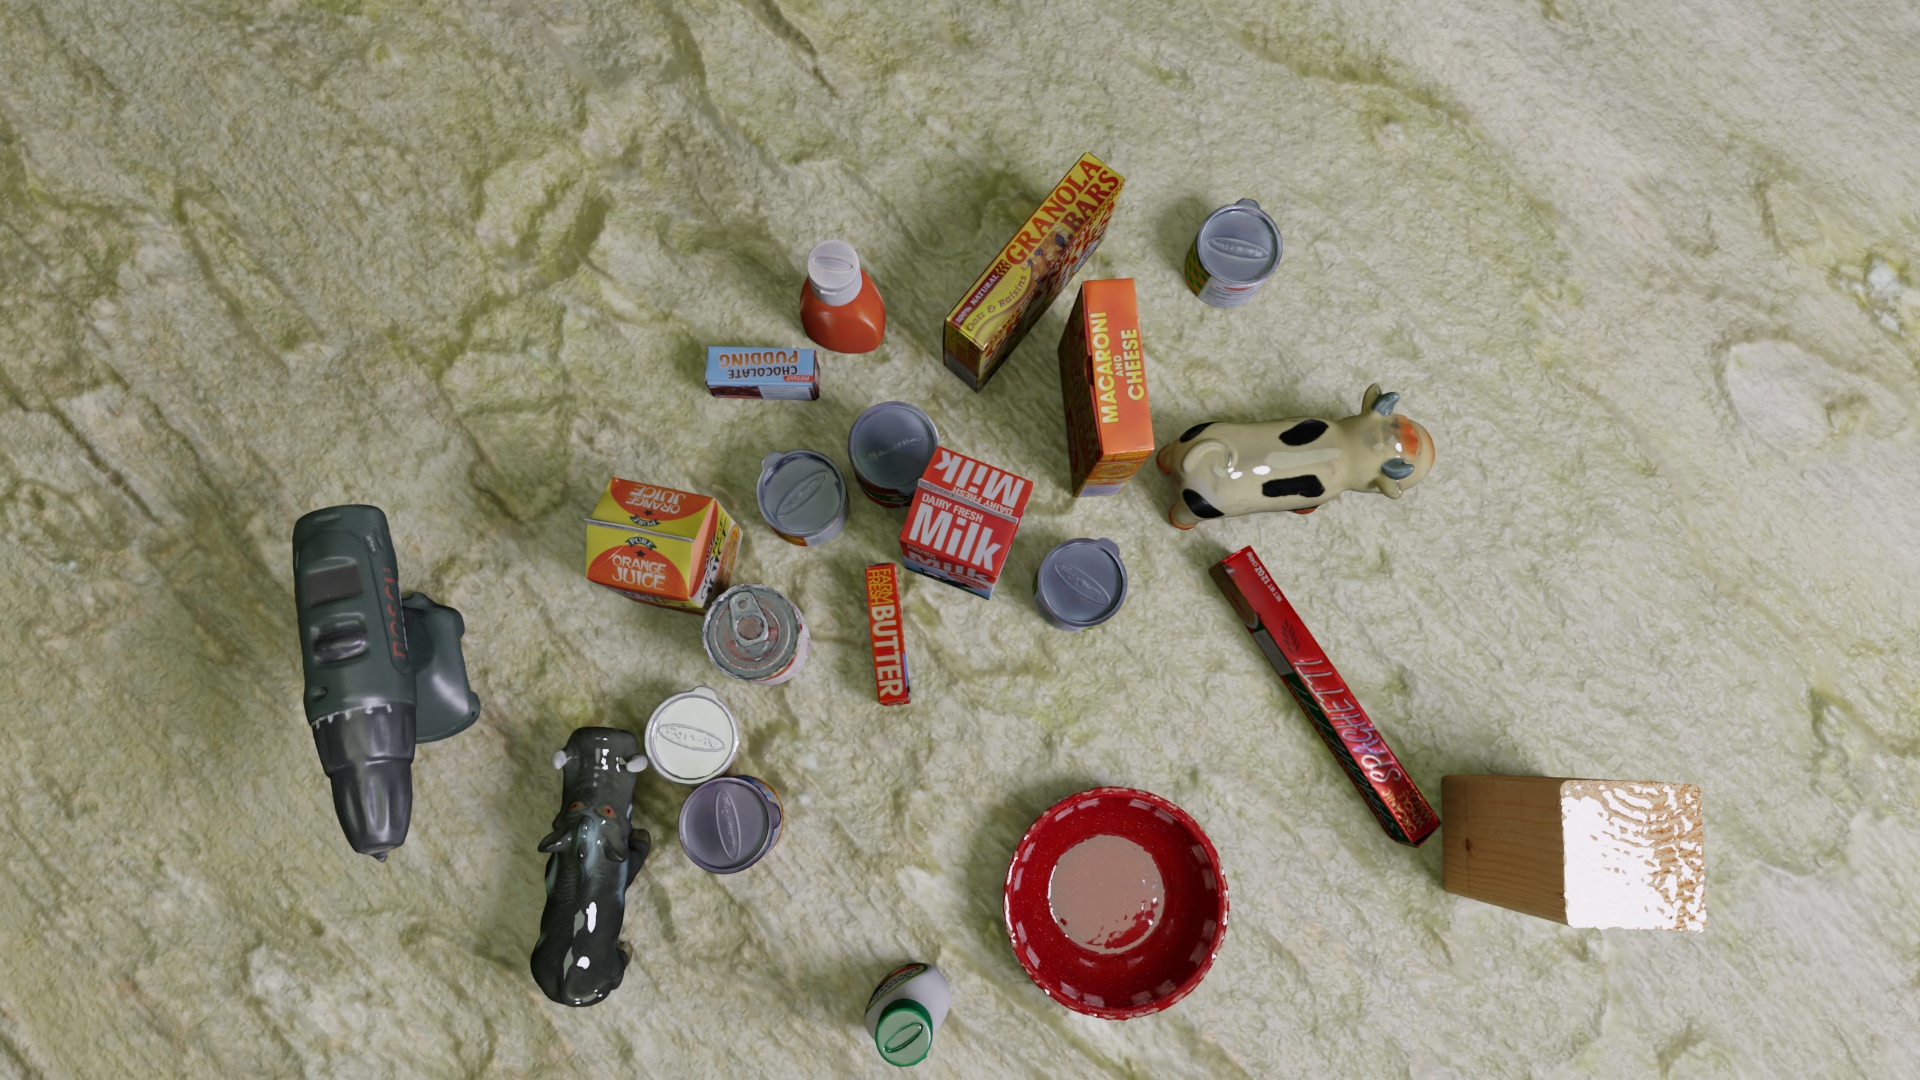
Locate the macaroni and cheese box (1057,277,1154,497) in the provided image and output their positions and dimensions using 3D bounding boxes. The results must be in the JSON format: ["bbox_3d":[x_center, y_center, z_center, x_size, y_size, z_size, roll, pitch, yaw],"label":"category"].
[{"bbox_3d":[0.102,-0.105,1.010,0.040,0.166,0.124,-5,82,-2],"label":"macaroni and cheese box"}]

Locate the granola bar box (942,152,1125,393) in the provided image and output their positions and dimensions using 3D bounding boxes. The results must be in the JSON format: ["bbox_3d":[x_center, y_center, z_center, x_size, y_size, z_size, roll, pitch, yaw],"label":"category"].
[{"bbox_3d":[0.051,-0.199,1.045,0.039,0.124,0.166,38,82,4],"label":"granola bar box"}]

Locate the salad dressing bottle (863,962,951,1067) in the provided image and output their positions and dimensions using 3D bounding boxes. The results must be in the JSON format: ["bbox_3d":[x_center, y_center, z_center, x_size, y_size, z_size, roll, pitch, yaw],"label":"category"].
[{"bbox_3d":[-0.037,0.324,0.949,0.064,0.147,0.044,-33,84,-6],"label":"salad dressing bottle"}]

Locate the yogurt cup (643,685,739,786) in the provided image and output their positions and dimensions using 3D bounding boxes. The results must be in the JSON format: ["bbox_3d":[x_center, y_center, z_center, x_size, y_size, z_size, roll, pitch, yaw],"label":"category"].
[{"bbox_3d":[-0.194,0.145,1.020,0.072,0.054,0.072,0,81,-1],"label":"yogurt cup"}]

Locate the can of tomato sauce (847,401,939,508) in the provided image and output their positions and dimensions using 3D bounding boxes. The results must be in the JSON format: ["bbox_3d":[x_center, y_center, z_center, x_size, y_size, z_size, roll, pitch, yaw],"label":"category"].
[{"bbox_3d":[-0.048,-0.061,1.042,0.071,0.083,0.071,0,81,-1],"label":"can of tomato sauce"}]

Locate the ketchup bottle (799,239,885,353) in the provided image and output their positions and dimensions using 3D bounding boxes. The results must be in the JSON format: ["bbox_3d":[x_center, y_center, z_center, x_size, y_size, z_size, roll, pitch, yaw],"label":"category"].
[{"bbox_3d":[-0.089,-0.179,1.026,0.065,0.148,0.043,11,82,0],"label":"ketchup bottle"}]

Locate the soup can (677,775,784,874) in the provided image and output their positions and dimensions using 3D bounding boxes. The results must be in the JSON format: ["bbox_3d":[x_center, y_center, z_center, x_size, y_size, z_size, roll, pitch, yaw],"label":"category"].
[{"bbox_3d":[-0.160,0.202,0.997,0.071,0.083,0.071,0,81,-1],"label":"soup can"}]

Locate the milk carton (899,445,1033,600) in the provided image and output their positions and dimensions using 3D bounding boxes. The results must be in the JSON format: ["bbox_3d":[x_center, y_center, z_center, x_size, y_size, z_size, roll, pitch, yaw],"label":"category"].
[{"bbox_3d":[0.004,-0.012,0.981,0.072,0.190,0.073,21,82,2],"label":"milk carton"}]

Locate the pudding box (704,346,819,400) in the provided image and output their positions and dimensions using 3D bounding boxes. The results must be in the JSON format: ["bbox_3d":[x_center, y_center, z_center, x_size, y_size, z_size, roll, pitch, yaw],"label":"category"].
[{"bbox_3d":[-0.151,-0.128,1.066,0.084,0.049,0.030,1,82,-1],"label":"pudding box"}]

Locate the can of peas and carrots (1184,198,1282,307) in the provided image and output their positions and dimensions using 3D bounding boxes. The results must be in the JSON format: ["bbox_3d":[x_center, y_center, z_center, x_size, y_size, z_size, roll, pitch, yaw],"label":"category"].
[{"bbox_3d":[0.213,-0.224,1.086,0.071,0.058,0.071,0,81,-1],"label":"can of peas and carrots"}]

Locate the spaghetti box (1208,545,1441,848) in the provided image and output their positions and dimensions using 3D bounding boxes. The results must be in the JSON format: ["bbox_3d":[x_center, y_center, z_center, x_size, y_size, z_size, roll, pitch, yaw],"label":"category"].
[{"bbox_3d":[0.270,0.116,1.039,0.029,0.050,0.250,-33,83,-6],"label":"spaghetti box"}]

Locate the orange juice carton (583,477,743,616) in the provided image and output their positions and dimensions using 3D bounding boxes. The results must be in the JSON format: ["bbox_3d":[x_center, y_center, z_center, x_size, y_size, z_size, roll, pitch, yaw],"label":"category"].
[{"bbox_3d":[-0.206,0.006,0.971,0.072,0.192,0.073,12,82,0],"label":"orange juice carton"}]

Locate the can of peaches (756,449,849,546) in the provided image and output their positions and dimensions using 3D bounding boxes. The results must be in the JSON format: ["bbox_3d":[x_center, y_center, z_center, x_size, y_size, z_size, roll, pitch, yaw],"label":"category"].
[{"bbox_3d":[-0.119,-0.033,1.048,0.071,0.058,0.071,0,81,-1],"label":"can of peaches"}]

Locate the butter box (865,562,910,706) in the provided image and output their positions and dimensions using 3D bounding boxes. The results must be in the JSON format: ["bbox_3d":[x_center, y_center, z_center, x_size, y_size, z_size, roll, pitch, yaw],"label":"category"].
[{"bbox_3d":[-0.054,0.071,1.036,0.024,0.053,0.103,-6,81,-2],"label":"butter box"}]

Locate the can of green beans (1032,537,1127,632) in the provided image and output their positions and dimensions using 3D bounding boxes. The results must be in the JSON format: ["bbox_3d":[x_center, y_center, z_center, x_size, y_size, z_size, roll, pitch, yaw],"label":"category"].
[{"bbox_3d":[0.089,0.035,1.043,0.071,0.057,0.071,0,81,-1],"label":"can of green beans"}]
